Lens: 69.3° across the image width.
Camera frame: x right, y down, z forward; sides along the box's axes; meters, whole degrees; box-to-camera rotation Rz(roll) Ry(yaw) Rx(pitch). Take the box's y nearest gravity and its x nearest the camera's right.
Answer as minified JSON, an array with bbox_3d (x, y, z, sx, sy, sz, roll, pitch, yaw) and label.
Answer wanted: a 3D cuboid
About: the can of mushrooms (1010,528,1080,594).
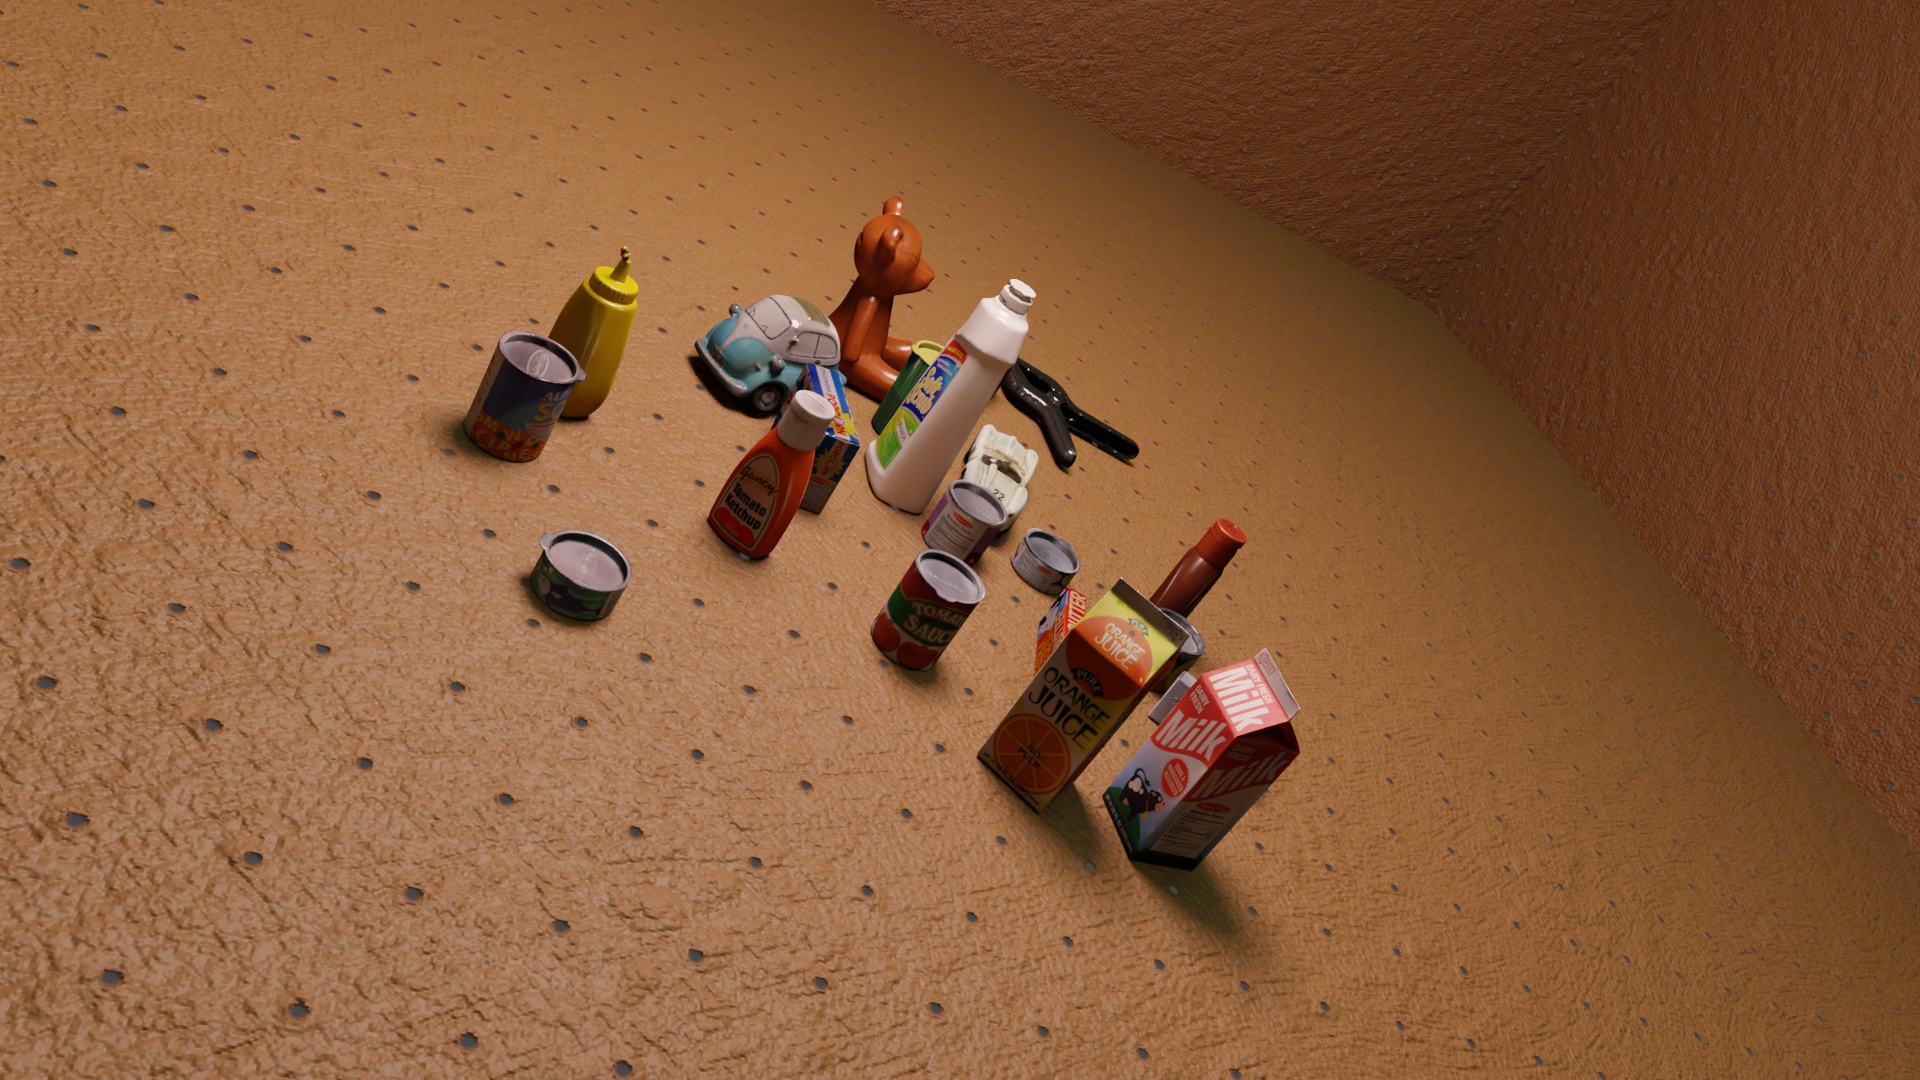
[{"bbox_3d":[0.088,0.021,1.421,0.071,0.033,0.071,26,29,-15],"label":"can of mushrooms"}]

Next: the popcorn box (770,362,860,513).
[{"bbox_3d":[-0.139,-0.099,1.312,0.038,0.085,0.127,18,31,-28],"label":"popcorn box"}]

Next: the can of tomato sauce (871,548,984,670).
[{"bbox_3d":[-0.029,0.061,1.180,0.071,0.082,0.071,26,28,-15],"label":"can of tomato sauce"}]

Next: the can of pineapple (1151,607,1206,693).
[{"bbox_3d":[0.199,0.109,1.375,0.071,0.057,0.071,26,28,-15],"label":"can of pineapple"}]

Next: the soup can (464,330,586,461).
[{"bbox_3d":[-0.349,-0.113,1.112,0.071,0.083,0.072,26,28,-15],"label":"soup can"}]

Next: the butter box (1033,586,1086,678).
[{"bbox_3d":[0.093,0.091,1.295,0.024,0.053,0.104,29,28,-10],"label":"butter box"}]

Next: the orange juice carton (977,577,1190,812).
[{"bbox_3d":[0.102,0.120,1.108,0.072,0.191,0.073,42,28,14],"label":"orange juice carton"}]

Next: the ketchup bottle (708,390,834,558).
[{"bbox_3d":[-0.154,-0.058,1.163,0.065,0.148,0.044,41,28,13],"label":"ketchup bottle"}]

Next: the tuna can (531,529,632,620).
[{"bbox_3d":[-0.281,0.024,1.021,0.071,0.032,0.071,26,29,-15],"label":"tuna can"}]

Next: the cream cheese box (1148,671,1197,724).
[{"bbox_3d":[0.234,0.177,1.310,0.104,0.053,0.024,39,28,10],"label":"cream cheese box"}]

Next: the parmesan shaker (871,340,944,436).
[{"bbox_3d":[-0.046,-0.154,1.481,0.071,0.102,0.071,26,28,-15],"label":"parmesan shaker"}]

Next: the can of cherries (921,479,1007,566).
[{"bbox_3d":[0.005,-0.017,1.367,0.071,0.058,0.072,26,28,-15],"label":"can of cherries"}]

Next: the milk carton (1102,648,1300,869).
[{"bbox_3d":[0.205,0.177,1.130,0.073,0.189,0.072,17,32,-30],"label":"milk carton"}]

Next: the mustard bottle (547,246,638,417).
[{"bbox_3d":[-0.309,-0.180,1.178,0.065,0.159,0.049,47,30,23],"label":"mustard bottle"}]

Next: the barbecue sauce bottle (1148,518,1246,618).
[{"bbox_3d":[0.234,0.043,1.421,0.044,0.148,0.065,38,27,7],"label":"barbecue sauce bottle"}]
